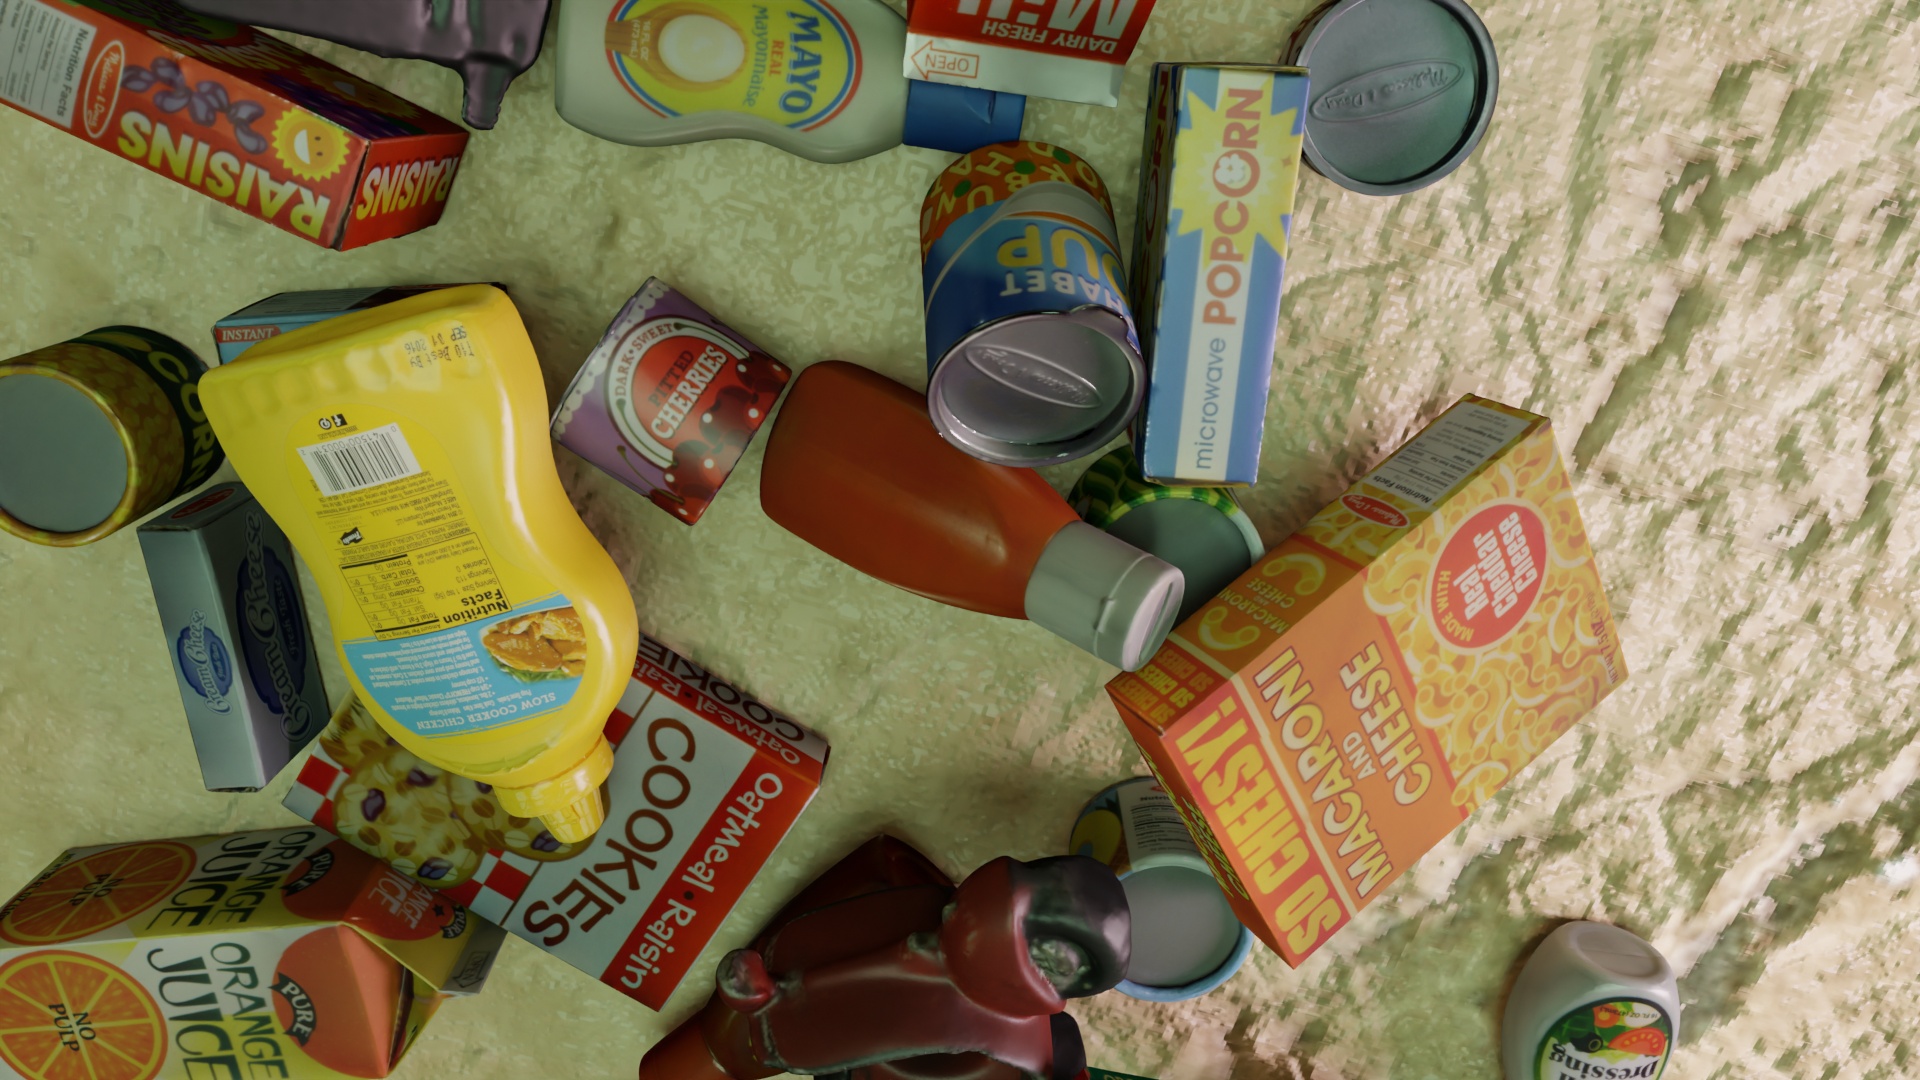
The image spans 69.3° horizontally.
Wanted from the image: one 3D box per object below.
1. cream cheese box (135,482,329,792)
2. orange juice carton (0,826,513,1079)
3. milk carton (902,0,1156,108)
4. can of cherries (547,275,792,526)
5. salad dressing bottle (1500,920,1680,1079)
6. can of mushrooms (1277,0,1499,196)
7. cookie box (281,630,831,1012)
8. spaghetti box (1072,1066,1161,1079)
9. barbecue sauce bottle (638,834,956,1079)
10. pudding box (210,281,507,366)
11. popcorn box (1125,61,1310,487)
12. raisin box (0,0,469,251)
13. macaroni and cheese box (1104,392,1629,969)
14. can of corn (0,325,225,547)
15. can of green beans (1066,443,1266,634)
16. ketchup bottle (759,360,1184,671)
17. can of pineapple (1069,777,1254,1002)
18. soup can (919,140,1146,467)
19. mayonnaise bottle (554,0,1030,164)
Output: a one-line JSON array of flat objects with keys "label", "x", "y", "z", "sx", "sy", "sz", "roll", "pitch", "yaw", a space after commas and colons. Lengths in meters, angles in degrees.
[{"label": "cream cheese box", "x": -0.265, "y": 0.035, "z": 0.511, "sx": 0.024, "sy": 0.053, "sz": 0.103, "roll": -3, "pitch": 109, "yaw": 4}, {"label": "orange juice carton", "x": -0.272, "y": 0.162, "z": 0.545, "sx": 0.193, "sy": 0.072, "sz": 0.072, "roll": -5, "pitch": 110, "yaw": 3}, {"label": "milk carton", "x": 0.030, "y": -0.228, "z": 0.402, "sx": 0.072, "sy": 0.073, "sz": 0.189, "roll": 5, "pitch": 108, "yaw": -10}, {"label": "can of cherries", "x": -0.098, "y": -0.047, "z": 0.473, "sx": 0.058, "sy": 0.072, "sz": 0.071, "roll": 34, "pitch": 106, "yaw": -11}, {"label": "salad dressing bottle", "x": 0.252, "y": 0.232, "z": 0.579, "sx": 0.064, "sy": 0.044, "sz": 0.147, "roll": 7, "pitch": 109, "yaw": -4}, {"label": "can of mushrooms", "x": 0.138, "y": -0.150, "z": 0.455, "sx": 0.071, "sy": 0.033, "sz": 0.070, "roll": 0, "pitch": 109, "yaw": 1}, {"label": "cookie box", "x": -0.153, "y": 0.090, "z": 0.537, "sx": 0.167, "sy": 0.040, "sz": 0.122, "roll": 32, "pitch": 106, "yaw": -9}, {"label": "spaghetti box", "x": 0.117, "y": 0.243, "z": 0.532, "sx": 0.250, "sy": 0.029, "sz": 0.050, "roll": 27, "pitch": 109, "yaw": -38}, {"label": "barbecue sauce bottle", "x": -0.066, "y": 0.184, "z": 0.565, "sx": 0.148, "sy": 0.044, "sz": 0.064, "roll": -39, "pitch": 112, "yaw": 13}, {"label": "pudding box", "x": -0.203, "y": -0.069, "z": 0.477, "sx": 0.084, "sy": 0.050, "sz": 0.030, "roll": -3, "pitch": 111, "yaw": 2}, {"label": "popcorn box", "x": 0.078, "y": -0.089, "z": 0.449, "sx": 0.038, "sy": 0.085, "sz": 0.126, "roll": 4, "pitch": 109, "yaw": 0}, {"label": "raisin box", "x": -0.231, "y": -0.137, "z": 0.435, "sx": 0.123, "sy": 0.086, "sz": 0.040, "roll": 24, "pitch": 106, "yaw": -7}, {"label": "macaroni and cheese box", "x": 0.144, "y": 0.049, "z": 0.477, "sx": 0.167, "sy": 0.040, "sz": 0.123, "roll": -37, "pitch": 120, "yaw": -10}, {"label": "can of corn", "x": -0.300, "y": -0.037, "z": 0.484, "sx": 0.071, "sy": 0.058, "sz": 0.071, "roll": 0, "pitch": 109, "yaw": 1}, {"label": "can of green beans", "x": 0.071, "y": 0.004, "z": 0.495, "sx": 0.071, "sy": 0.058, "sz": 0.071, "roll": 0, "pitch": 109, "yaw": 1}, {"label": "ketchup bottle", "x": 0.002, "y": -0.006, "z": 0.462, "sx": 0.149, "sy": 0.043, "sz": 0.064, "roll": 28, "pitch": 108, "yaw": 27}, {"label": "can of pineapple", "x": 0.076, "y": 0.137, "z": 0.540, "sx": 0.071, "sy": 0.058, "sz": 0.070, "roll": 0, "pitch": 109, "yaw": 0}, {"label": "soup can", "x": 0.022, "y": -0.077, "z": 0.439, "sx": 0.071, "sy": 0.084, "sz": 0.071, "roll": -2, "pitch": 142, "yaw": -2}, {"label": "mayonnaise bottle", "x": -0.053, "y": -0.153, "z": 0.451, "sx": 0.148, "sy": 0.041, "sz": 0.064, "roll": 8, "pitch": 101, "yaw": -3}]
